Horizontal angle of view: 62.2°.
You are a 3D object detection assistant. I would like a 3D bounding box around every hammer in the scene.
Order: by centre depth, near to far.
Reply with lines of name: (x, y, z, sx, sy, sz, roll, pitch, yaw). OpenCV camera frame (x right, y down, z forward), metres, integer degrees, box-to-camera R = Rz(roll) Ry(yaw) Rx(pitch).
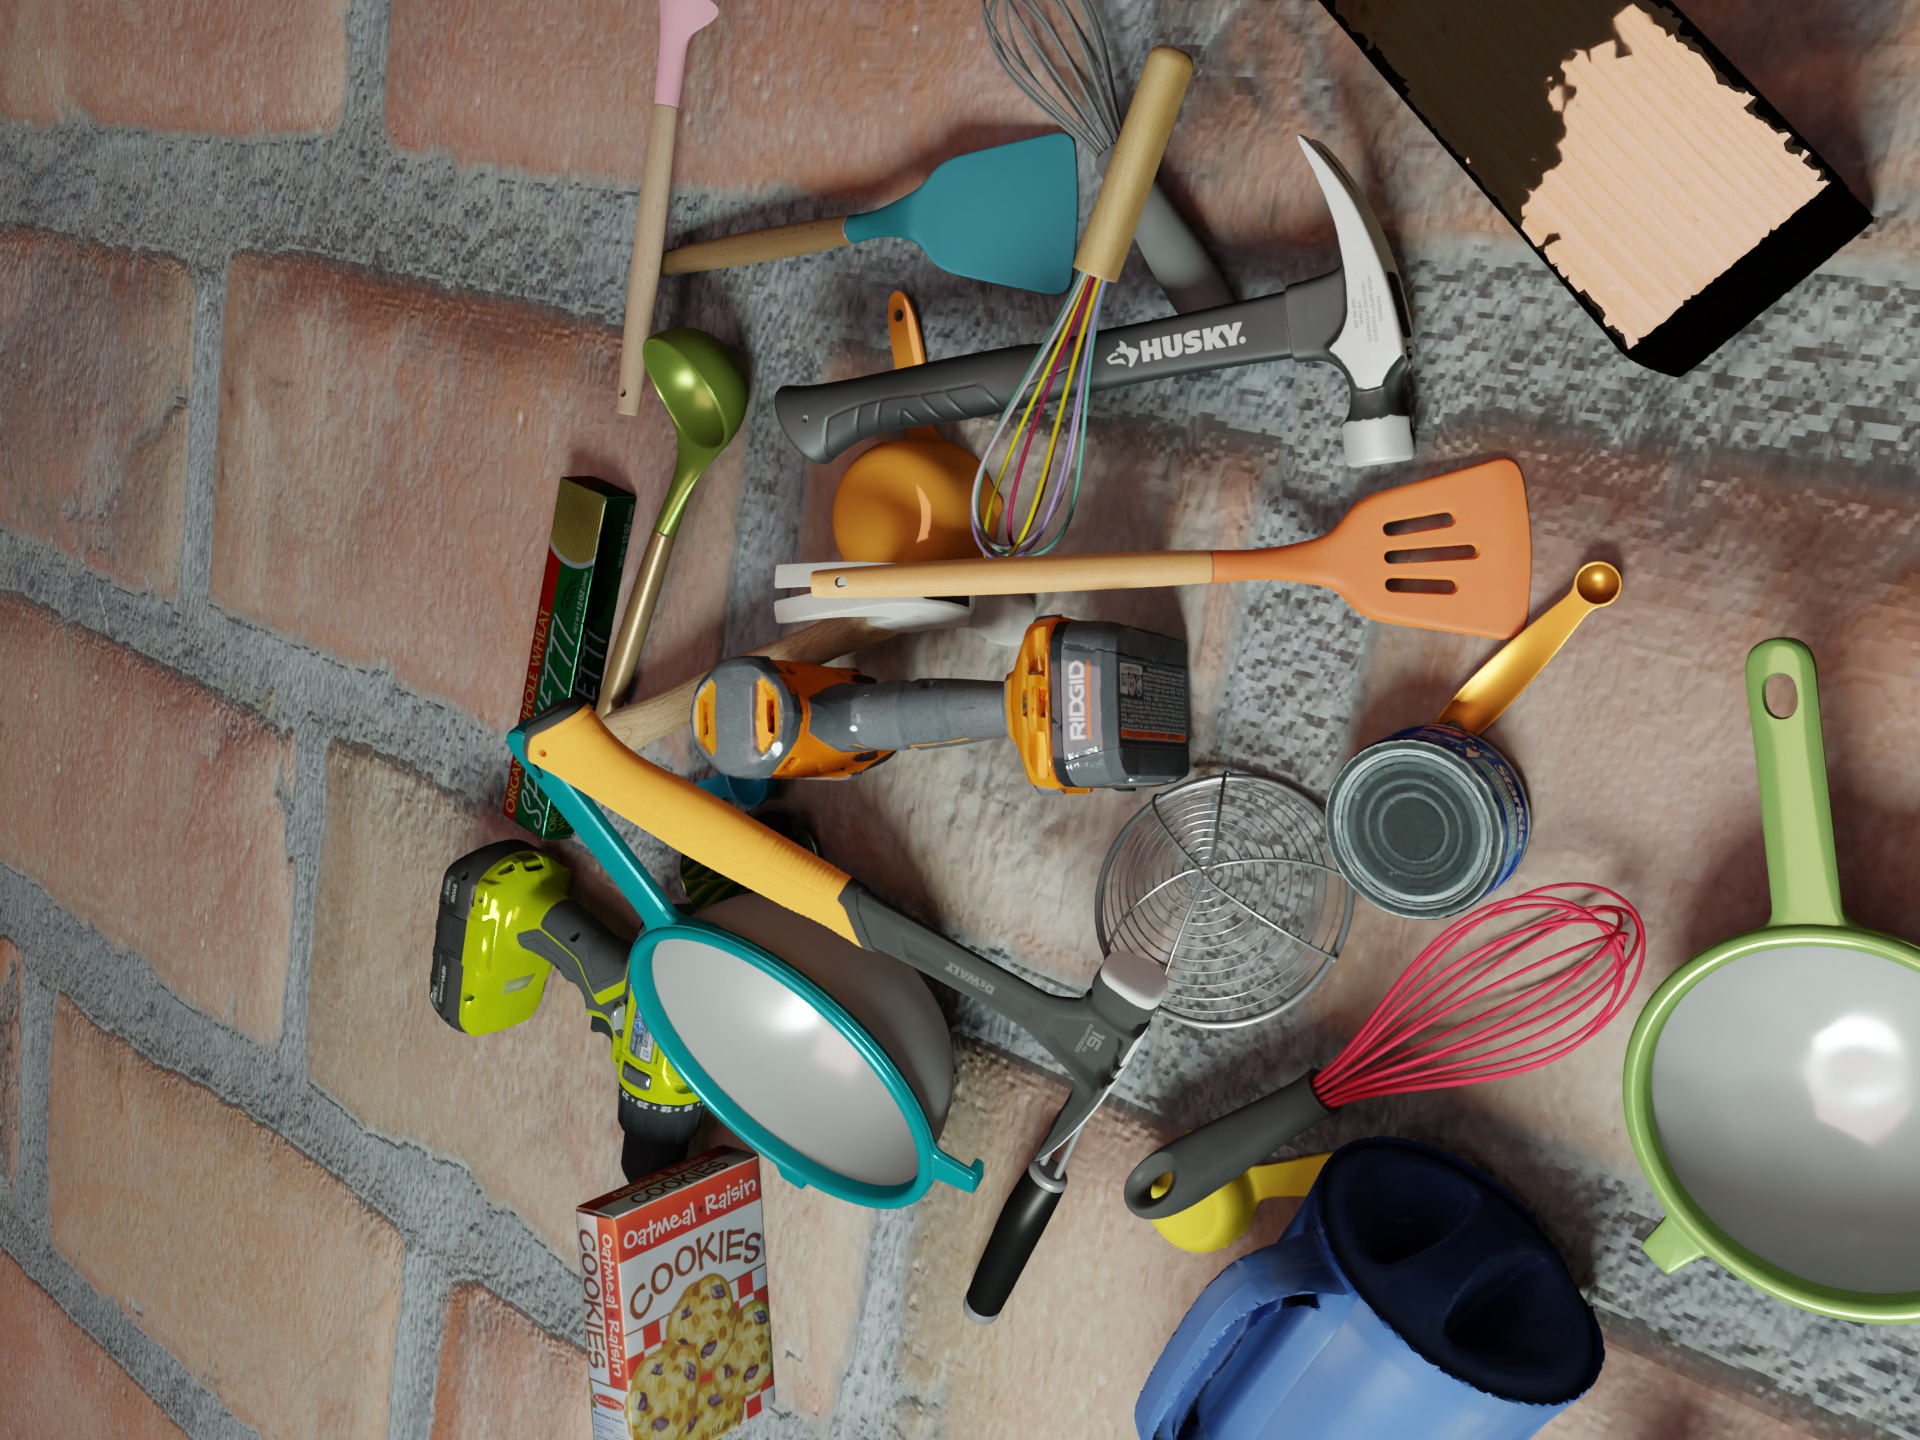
hammer: (0.049, -0.178, 0.780, 0.335, 0.035, 0.146, -4, 99, 30)
hammer: (-0.070, 0.089, 0.780, 0.337, 0.034, 0.127, 29, 127, 8)
hammer: (-0.116, -0.031, 0.930, 0.331, 0.130, 0.031, -19, 67, 45)

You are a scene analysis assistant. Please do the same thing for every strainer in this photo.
strainer: (0.335, 0.094, 0.613, 0.151, 0.069, 0.256, -7, 90, 40)
strainer: (-0.115, 0.118, 0.887, 0.211, 0.095, 0.340, -20, 109, 51)

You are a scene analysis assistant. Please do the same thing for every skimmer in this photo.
skimmer: (0.086, 0.189, 0.837, 0.127, 0.090, 0.363, 43, 129, 32)

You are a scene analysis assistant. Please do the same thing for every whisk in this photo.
whisk: (0.182, 0.162, 0.730, 0.295, 0.073, 0.073, -40, 71, 31)
whisk: (0.057, -0.182, 0.731, 0.051, 0.047, 0.245, 22, 109, 4)
whisk: (0.079, -0.279, 0.789, 0.055, 0.055, 0.239, -35, 79, 34)

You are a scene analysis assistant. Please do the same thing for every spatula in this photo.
spatula: (0.091, -0.070, 0.727, 0.322, 0.041, 0.081, -3, 94, 2)
spatula: (-0.072, -0.276, 0.916, 0.318, 0.044, 0.082, 7, 99, 41)

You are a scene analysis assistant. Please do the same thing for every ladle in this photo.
ladle: (-0.205, -0.097, 1.014, 0.078, 0.062, 0.320, 37, 118, 29)

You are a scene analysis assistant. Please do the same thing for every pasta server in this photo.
pasta server: (-0.178, -0.345, 0.971, 0.060, 0.040, 0.316, 18, 104, 35)

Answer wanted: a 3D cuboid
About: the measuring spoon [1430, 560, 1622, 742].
measuring spoon: (0.249, -0.026, 0.706, 0.021, 0.011, 0.117, 48, 124, 18)

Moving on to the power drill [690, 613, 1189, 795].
power drill: (-0.001, -0.003, 0.819, 0.226, 0.164, 0.084, -3, 87, 26)

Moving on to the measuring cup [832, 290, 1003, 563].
measuring cup: (-0.035, -0.153, 0.879, 0.095, 0.052, 0.173, -8, 92, 38)

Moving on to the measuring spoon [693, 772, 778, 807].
measuring spoon: (-0.153, 0.045, 1.017, 0.128, 0.021, 0.042, -25, 80, 45)

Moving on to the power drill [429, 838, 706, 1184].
power drill: (-0.251, 0.191, 1.065, 0.229, 0.080, 0.190, 20, 106, 31)

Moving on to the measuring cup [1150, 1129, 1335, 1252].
measuring cup: (0.156, 0.231, 0.786, 0.156, 0.029, 0.062, -21, 82, 39)
